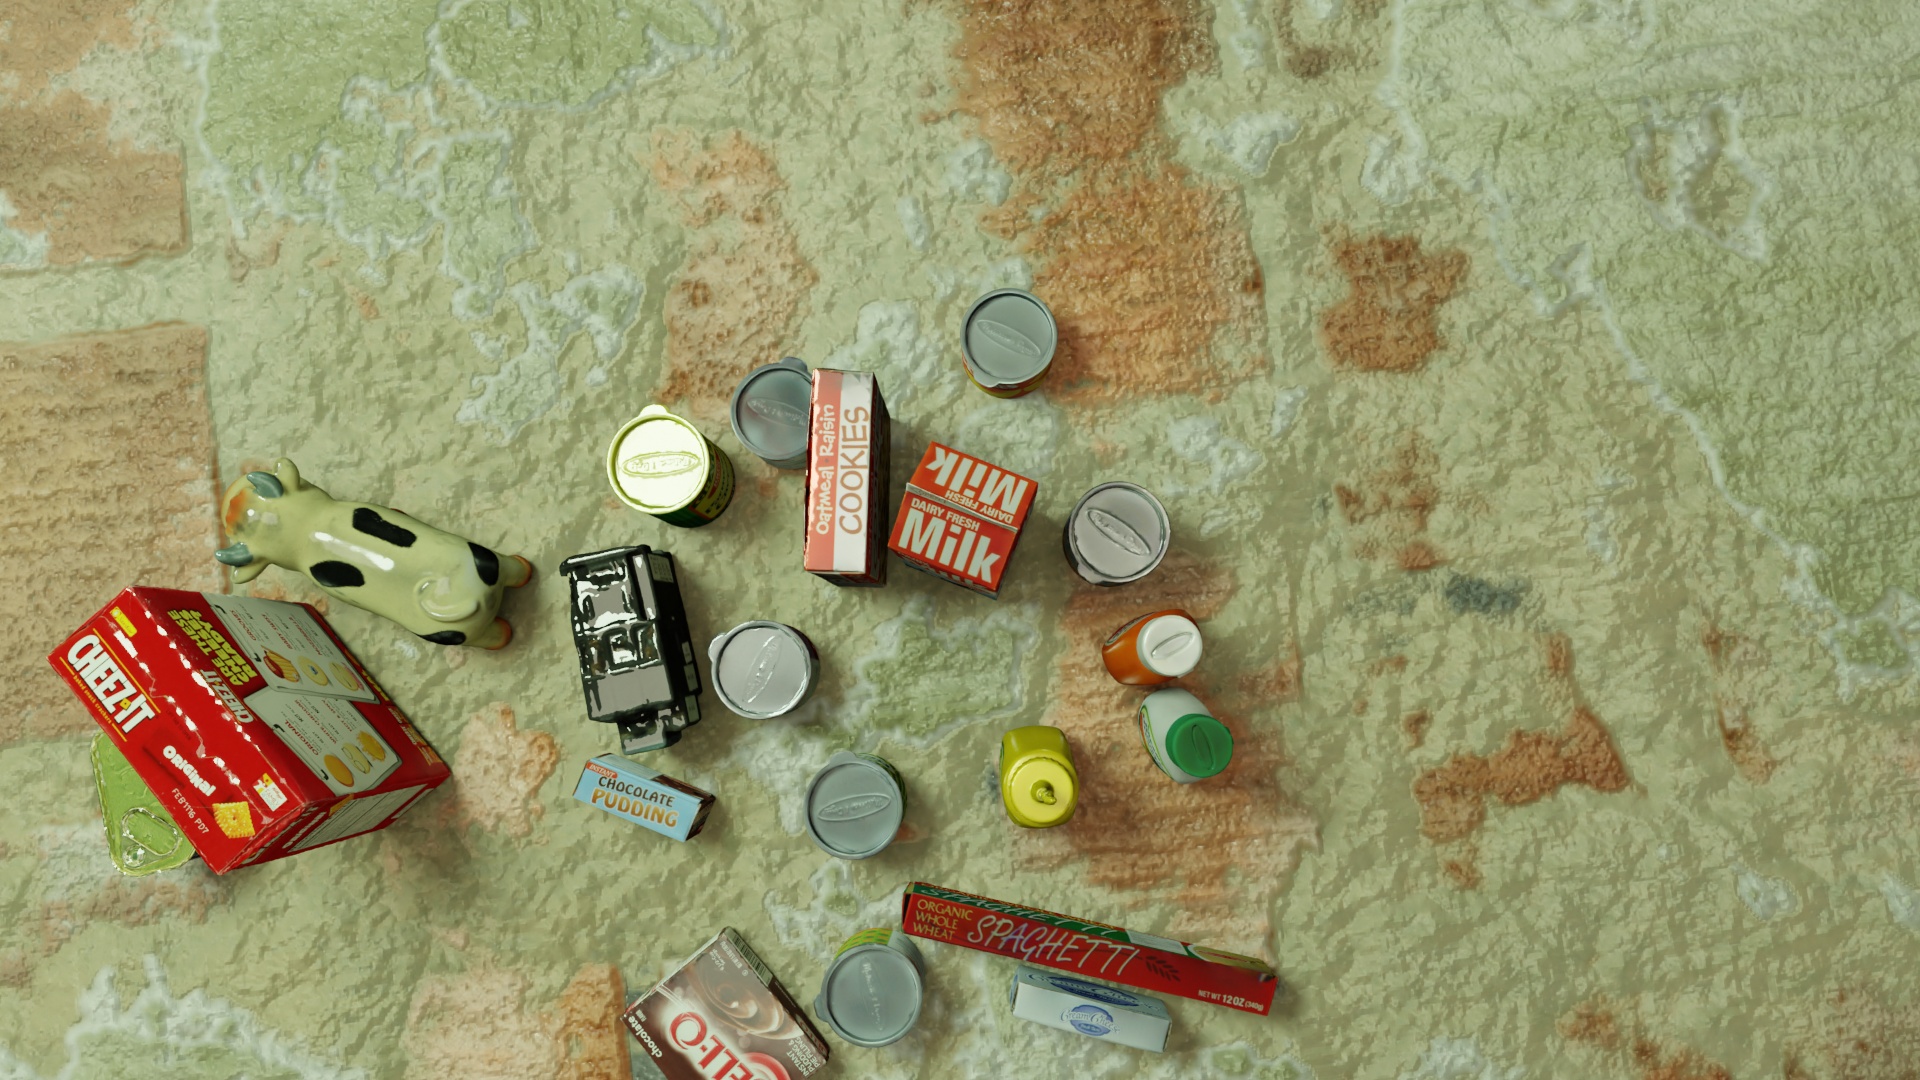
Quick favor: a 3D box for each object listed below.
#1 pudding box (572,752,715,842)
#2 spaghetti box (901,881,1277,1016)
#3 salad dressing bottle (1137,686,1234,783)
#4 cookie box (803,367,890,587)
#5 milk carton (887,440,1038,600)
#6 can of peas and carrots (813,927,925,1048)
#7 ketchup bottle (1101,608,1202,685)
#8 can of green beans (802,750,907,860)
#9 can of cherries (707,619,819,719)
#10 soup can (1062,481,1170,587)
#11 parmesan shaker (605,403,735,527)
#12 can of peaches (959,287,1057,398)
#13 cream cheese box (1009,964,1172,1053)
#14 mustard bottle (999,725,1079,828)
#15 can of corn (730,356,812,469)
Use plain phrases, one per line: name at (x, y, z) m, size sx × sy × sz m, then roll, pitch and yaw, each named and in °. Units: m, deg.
pudding box at (-0.213, 0.173, 0.942) m, size 0.084 × 0.049 × 0.030 m, roll 21°, pitch 86°, yaw 3°
spaghetti box at (0.082, 0.271, 0.928) m, size 0.250 × 0.050 × 0.028 m, roll 12°, pitch 86°, yaw 2°
salad dressing bottle at (0.145, 0.127, 0.892) m, size 0.044 × 0.147 × 0.064 m, roll -19°, pitch 85°, yaw -1°
cookie box at (-0.071, -0.035, 0.900) m, size 0.040 × 0.167 × 0.123 m, roll 1°, pitch 85°, yaw 1°
milk carton at (0.003, -0.011, 0.885) m, size 0.072 × 0.190 × 0.073 m, roll 22°, pitch 86°, yaw 3°
can of peas and carrots at (-0.059, 0.297, 0.924) m, size 0.071 × 0.058 × 0.071 m, roll 0°, pitch 85°, yaw 1°
ketchup bottle at (0.128, 0.069, 0.897) m, size 0.065 × 0.148 × 0.043 m, roll -28°, pitch 85°, yaw -1°
can of green beans at (-0.070, 0.178, 0.935) m, size 0.071 × 0.058 × 0.071 m, roll 0°, pitch 85°, yaw 1°
can of cherries at (-0.133, 0.086, 0.945) m, size 0.071 × 0.058 × 0.071 m, roll 0°, pitch 85°, yaw 1°
soup can at (0.101, 0.000, 0.936) m, size 0.071 × 0.083 × 0.071 m, roll 0°, pitch 85°, yaw 1°
parmesan shaker at (-0.192, -0.048, 0.936) m, size 0.071 × 0.103 × 0.071 m, roll 0°, pitch 85°, yaw 1°
can of peaches at (0.032, -0.134, 0.963) m, size 0.071 × 0.058 × 0.071 m, roll 0°, pitch 85°, yaw 1°
cream cheese box at (0.085, 0.311, 0.923) m, size 0.104 × 0.053 × 0.024 m, roll 13°, pitch 86°, yaw 2°
mustard bottle at (0.050, 0.153, 0.884) m, size 0.049 × 0.160 × 0.065 m, roll -5°, pitch 85°, yaw 1°
can of corn at (-0.120, -0.087, 0.961) m, size 0.071 × 0.058 × 0.071 m, roll 0°, pitch 85°, yaw 1°
